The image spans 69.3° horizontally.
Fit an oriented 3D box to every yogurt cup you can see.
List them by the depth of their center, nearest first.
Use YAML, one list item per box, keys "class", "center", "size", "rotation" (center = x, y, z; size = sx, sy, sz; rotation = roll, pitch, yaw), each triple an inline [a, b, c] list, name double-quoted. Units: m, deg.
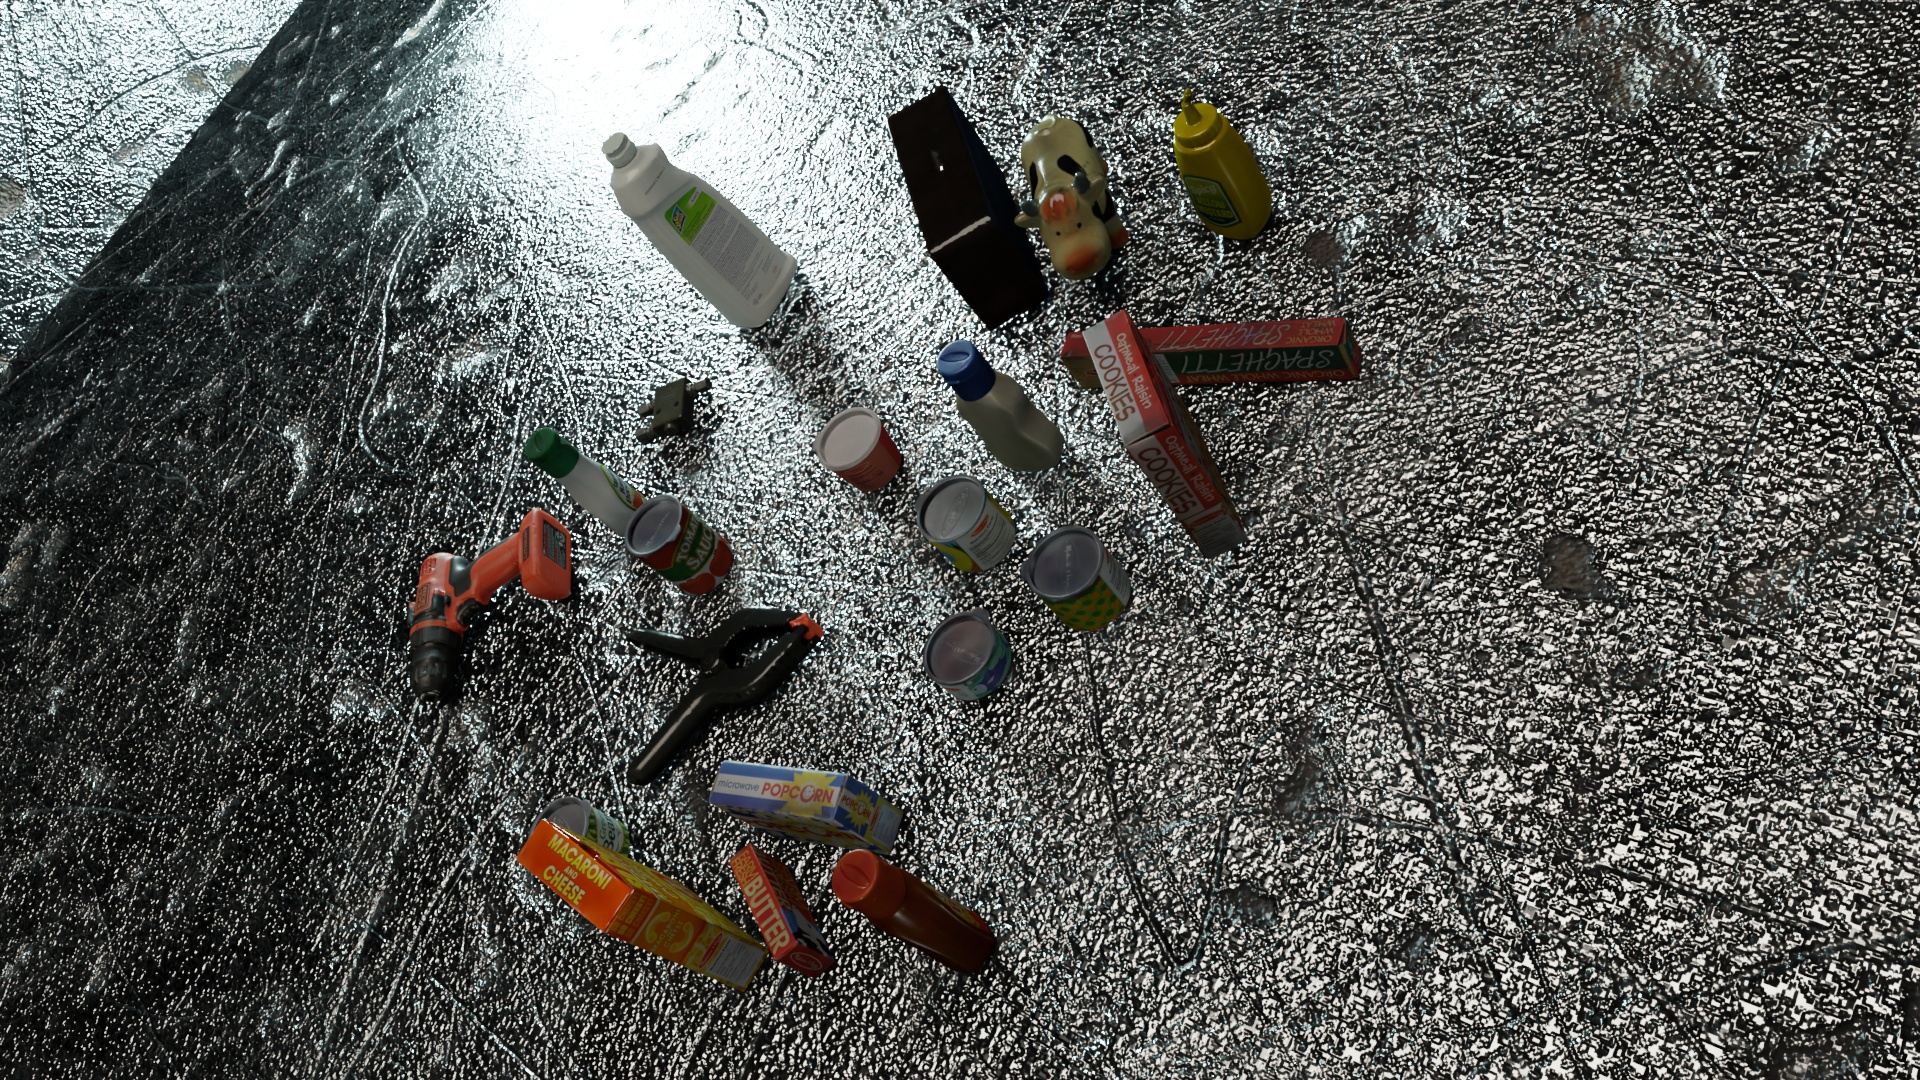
- class: "yogurt cup"
  center: [-0.091, -0.081, 1.285]
  size: [0.072, 0.053, 0.073]
  rotation: [-16, 53, 23]

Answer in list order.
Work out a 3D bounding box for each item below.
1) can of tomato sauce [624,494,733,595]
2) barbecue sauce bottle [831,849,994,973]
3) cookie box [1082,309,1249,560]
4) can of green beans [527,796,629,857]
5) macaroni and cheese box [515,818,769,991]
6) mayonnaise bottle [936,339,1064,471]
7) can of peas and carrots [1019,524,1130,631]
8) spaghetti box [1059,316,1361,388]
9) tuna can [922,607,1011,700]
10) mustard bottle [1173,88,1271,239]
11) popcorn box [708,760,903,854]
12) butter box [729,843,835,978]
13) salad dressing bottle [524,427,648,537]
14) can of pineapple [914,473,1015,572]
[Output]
- class: "can of tomato sauce"
  center: [-0.264, 0.006, 1.316]
  size: [0.071, 0.083, 0.071]
  rotation: [-16, 53, 23]
- class: "barbecue sauce bottle"
  center: [-0.035, 0.255, 0.959]
  size: [0.065, 0.148, 0.044]
  rotation: [24, 75, 41]
- class: "cookie box"
  center: [0.156, -0.078, 1.050]
  size: [0.040, 0.167, 0.123]
  rotation: [-27, 49, 15]
- class: "can of green beans"
  center: [-0.330, 0.263, 1.201]
  size: [0.071, 0.057, 0.071]
  rotation: [-16, 53, 23]
- class: "macaroni and cheese box"
  center: [-0.241, 0.278, 1.061]
  size: [0.124, 0.166, 0.040]
  rotation: [21, 73, 40]
- class: "mayonnaise bottle"
  center: [0.031, -0.111, 1.164]
  size: [0.065, 0.147, 0.041]
  rotation: [2, 62, 33]
- class: "can of peas and carrots"
  center: [0.091, 0.031, 1.091]
  size: [0.071, 0.058, 0.071]
  rotation: [-16, 53, 23]
- class: "spaghetti box"
  center: [0.204, -0.153, 1.150]
  size: [0.250, 0.050, 0.029]
  rotation: [2, 62, 33]
- class: "tuna can"
  center: [0.007, 0.091, 1.121]
  size: [0.071, 0.032, 0.071]
  rotation: [-16, 53, 23]
- class: "mustard bottle"
  center: [0.215, -0.323, 1.183]
  size: [0.065, 0.160, 0.049]
  rotation: [22, 74, 40]
- class: "popcorn box"
  center: [-0.121, 0.208, 1.088]
  size: [0.126, 0.085, 0.038]
  rotation: [0, 61, 32]
- class: "butter box"
  center: [-0.138, 0.285, 1.069]
  size: [0.024, 0.053, 0.104]
  rotation: [-41, 47, 3]
- class: "salad dressing bottle"
  center: [-0.369, -0.058, 1.381]
  size: [0.044, 0.147, 0.064]
  rotation: [-37, 48, 7]
- class: "can of pineapple"
  center: [0.004, -0.015, 1.177]
  size: [0.071, 0.057, 0.071]
  rotation: [-16, 53, 23]
